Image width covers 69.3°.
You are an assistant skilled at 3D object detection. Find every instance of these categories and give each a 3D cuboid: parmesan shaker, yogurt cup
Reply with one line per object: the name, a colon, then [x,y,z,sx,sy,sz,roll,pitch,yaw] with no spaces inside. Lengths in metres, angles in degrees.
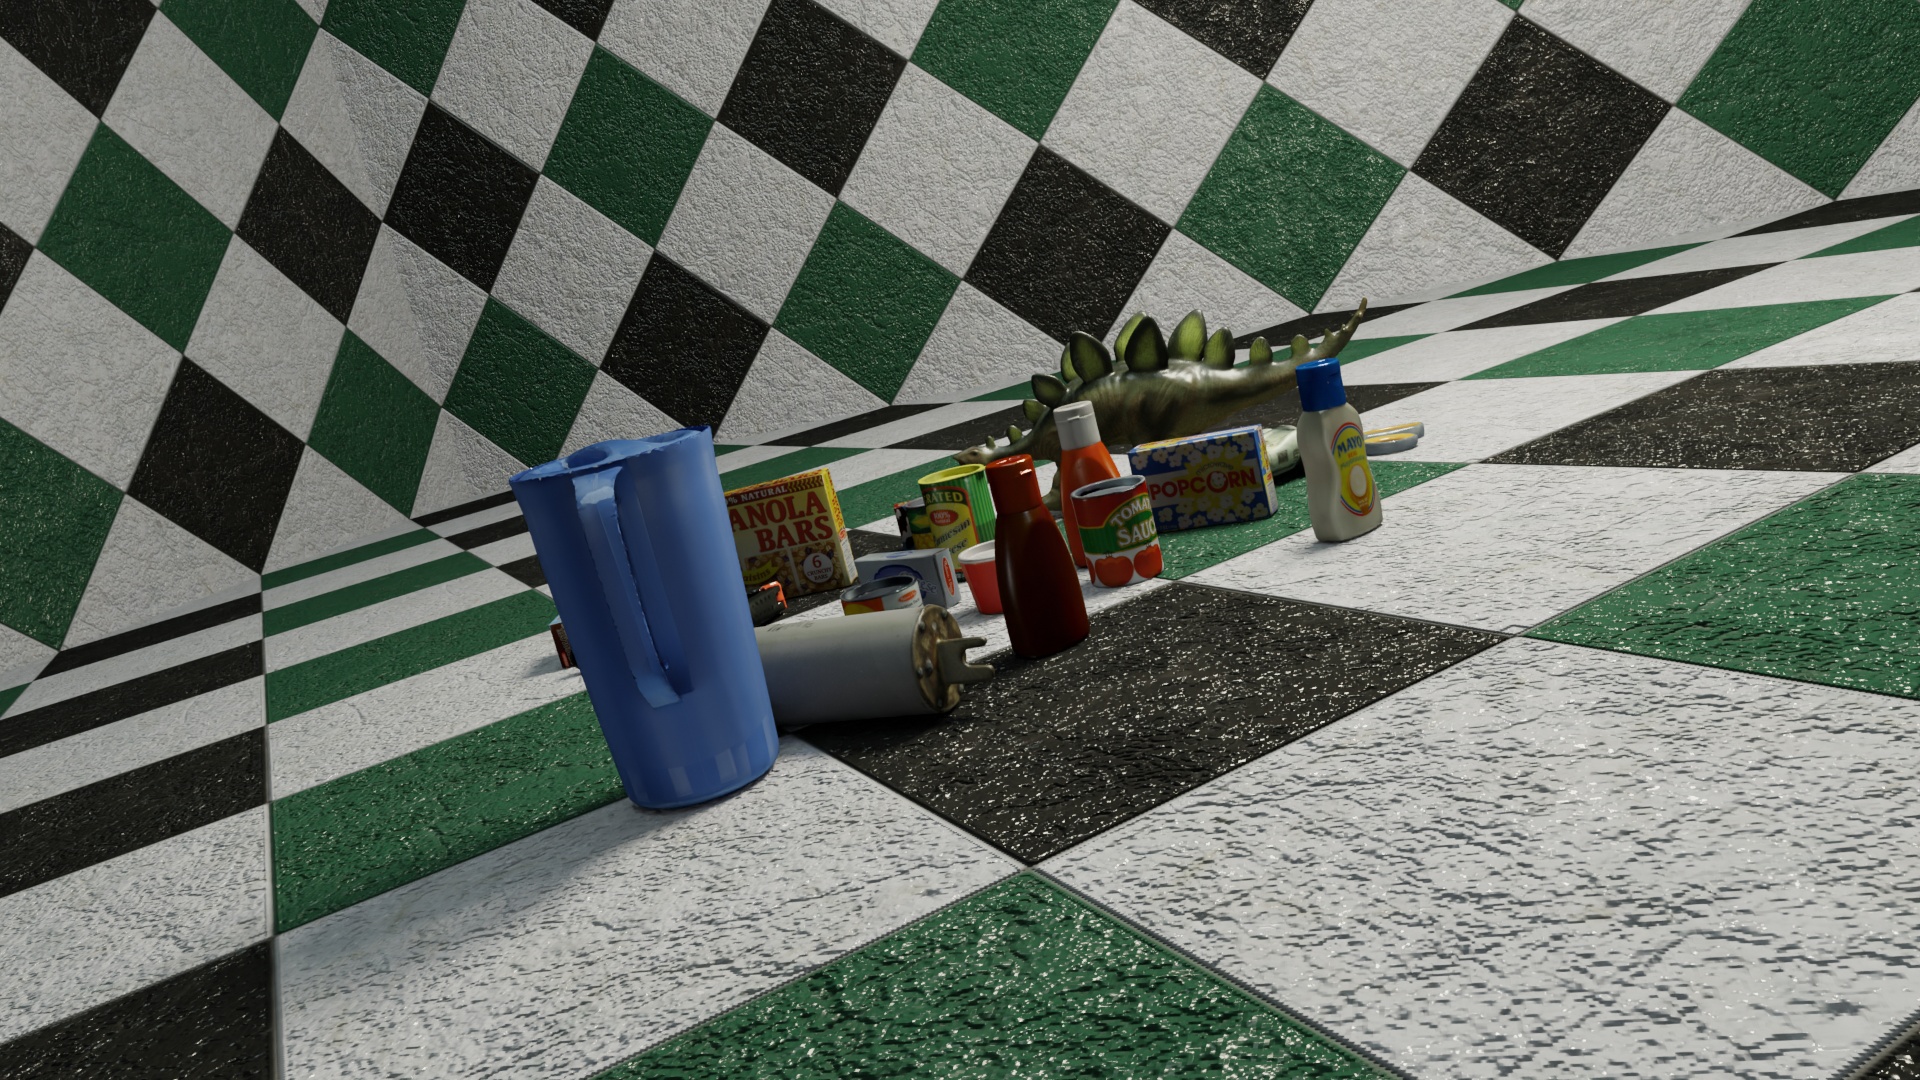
parmesan shaker: [0.005,-0.017,1.364,0.071,0.103,0.071,-14,11,3]
yogurt cup: [0.036,0.031,1.216,0.072,0.054,0.072,-14,11,3]

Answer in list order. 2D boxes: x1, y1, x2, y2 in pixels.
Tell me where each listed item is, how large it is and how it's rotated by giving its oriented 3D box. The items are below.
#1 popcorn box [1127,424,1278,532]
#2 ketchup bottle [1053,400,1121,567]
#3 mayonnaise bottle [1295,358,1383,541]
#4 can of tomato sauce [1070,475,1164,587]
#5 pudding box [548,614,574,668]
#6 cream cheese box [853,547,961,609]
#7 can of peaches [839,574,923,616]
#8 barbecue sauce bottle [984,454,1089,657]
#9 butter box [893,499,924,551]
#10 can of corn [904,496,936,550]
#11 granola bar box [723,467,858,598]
popcorn box: [0.233,-0.058,1.331,0.126,0.085,0.038,-9,12,26]
ketchup bottle: [0.120,-0.052,1.278,0.065,0.148,0.043,-12,11,9]
mayonnaise bottle: [0.312,-0.077,1.163,0.065,0.147,0.041,-21,13,-31]
can of tomato sauce: [0.138,-0.008,1.206,0.071,0.083,0.071,-14,11,3]
pudding box: [-0.397,0.096,1.439,0.030,0.049,0.084,-14,11,-1]
cream cheese box: [-0.050,0.037,1.292,0.103,0.053,0.024,-5,14,40]
can of peaches: [-0.063,0.066,1.157,0.071,0.058,0.071,-14,11,3]
barbecue sauce bottle: [0.054,0.010,1.054,0.065,0.148,0.043,-21,13,-32]
butter box: [-0.020,-0.026,1.566,0.103,0.053,0.024,-14,11,-1]
can of corn: [-0.021,-0.019,1.517,0.071,0.058,0.071,-14,11,3]
granola bar box: [-0.205,0.001,1.477,0.165,0.124,0.039,-12,11,11]
